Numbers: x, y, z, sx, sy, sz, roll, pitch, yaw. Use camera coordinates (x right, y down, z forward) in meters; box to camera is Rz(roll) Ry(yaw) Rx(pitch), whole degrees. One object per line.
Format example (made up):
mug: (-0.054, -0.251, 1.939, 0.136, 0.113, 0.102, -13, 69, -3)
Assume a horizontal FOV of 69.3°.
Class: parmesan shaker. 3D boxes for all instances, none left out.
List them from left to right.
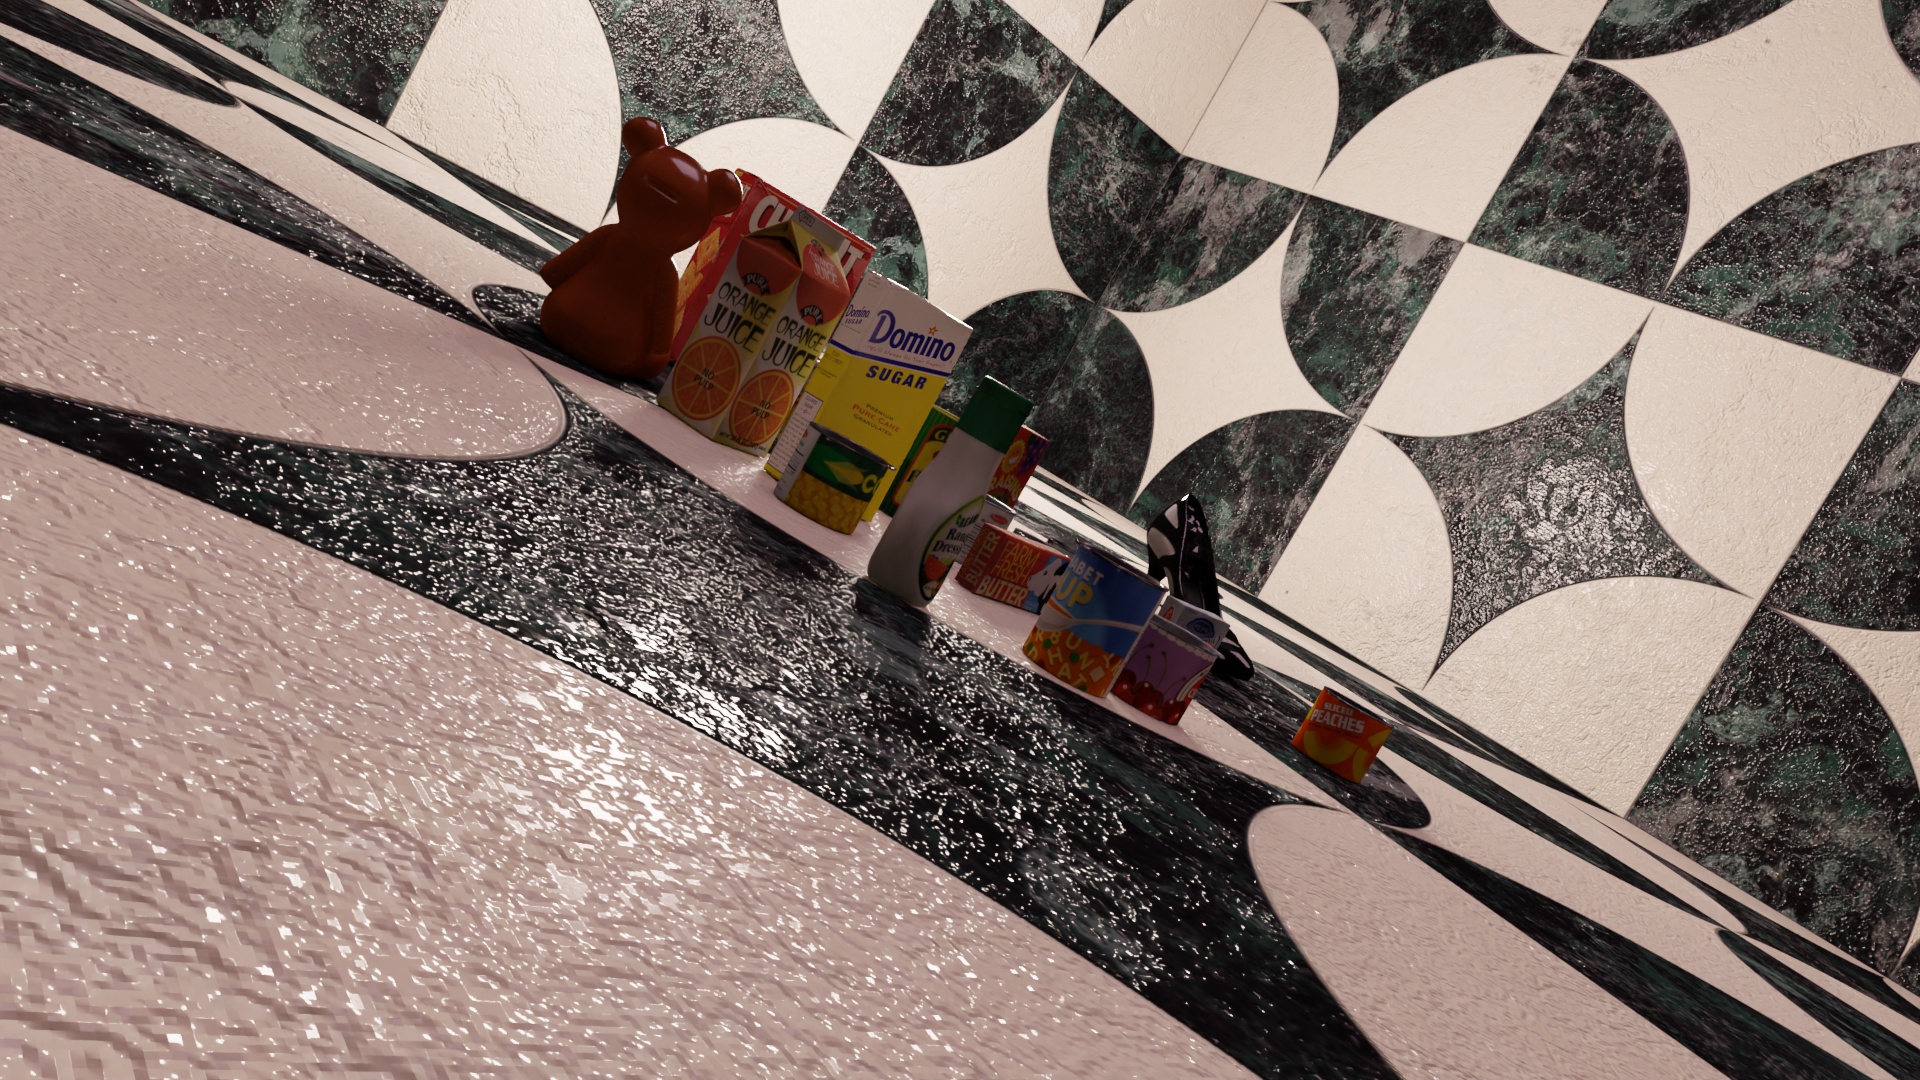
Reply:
parmesan shaker: (-0.025, -0.063, 1.237, 0.071, 0.103, 0.071, 29, 6, -3)

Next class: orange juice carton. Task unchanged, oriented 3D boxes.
orange juice carton: (-0.156, -0.171, 1.113, 0.073, 0.192, 0.072, 32, 6, 29)

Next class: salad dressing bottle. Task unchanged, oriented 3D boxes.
salad dressing bottle: (-0.005, -0.032, 0.877, 0.044, 0.147, 0.064, 32, 6, 23)

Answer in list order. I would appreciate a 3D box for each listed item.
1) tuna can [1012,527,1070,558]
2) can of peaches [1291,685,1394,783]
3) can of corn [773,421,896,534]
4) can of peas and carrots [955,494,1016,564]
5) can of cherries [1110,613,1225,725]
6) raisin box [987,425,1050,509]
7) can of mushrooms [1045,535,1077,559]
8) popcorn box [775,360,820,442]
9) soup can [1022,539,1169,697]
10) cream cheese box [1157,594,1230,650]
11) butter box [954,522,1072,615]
tuna can: (0.073, 0.017, 1.361, 0.071, 0.033, 0.071, 29, 6, -3)
can of peaches: (0.323, 0.165, 1.178, 0.071, 0.058, 0.071, 29, 6, -3)
can of corn: (-0.091, -0.043, 1.000, 0.071, 0.058, 0.071, 29, 6, -3)
can of peas and carrots: (0.004, -0.015, 1.191, 0.071, 0.058, 0.071, 29, 6, -3)
can of cherries: (0.140, 0.089, 0.968, 0.071, 0.058, 0.071, 29, 6, -3)
raisin box: (0.031, -0.063, 1.394, 0.040, 0.123, 0.086, 32, 6, 27)
can of mushrooms: (0.114, 0.025, 1.476, 0.071, 0.033, 0.071, 29, 6, -3)
popcorn box: (-0.183, -0.148, 1.296, 0.127, 0.085, 0.038, 28, 6, -11)
soup can: (0.086, 0.051, 0.918, 0.071, 0.083, 0.071, 29, 6, -3)
cream cheese box: (0.217, 0.089, 1.331, 0.024, 0.053, 0.104, 34, 8, 37)
butter box: (0.043, 0.023, 1.086, 0.024, 0.053, 0.103, 33, 7, 37)
